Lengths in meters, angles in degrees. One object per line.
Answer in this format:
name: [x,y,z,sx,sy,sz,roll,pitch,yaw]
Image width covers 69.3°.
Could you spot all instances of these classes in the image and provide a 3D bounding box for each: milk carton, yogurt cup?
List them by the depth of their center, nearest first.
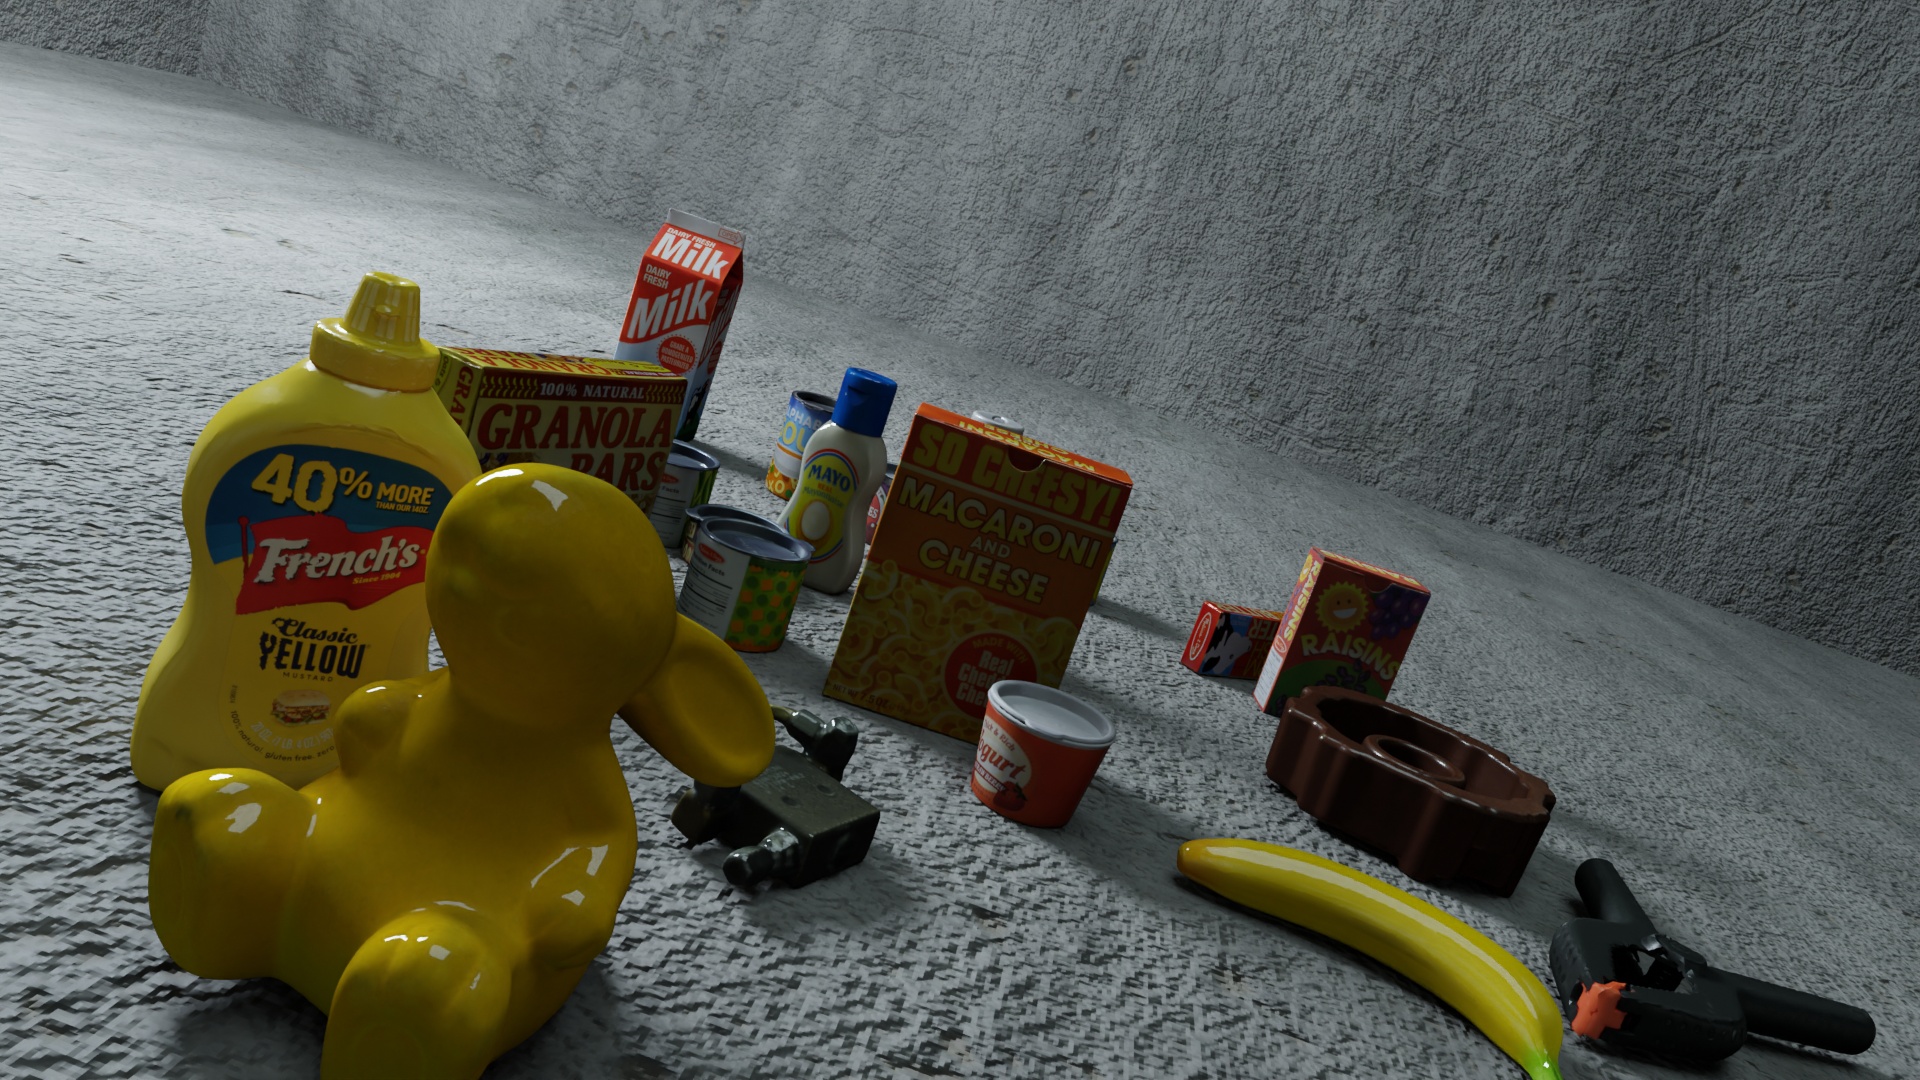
yogurt cup: [0.039,0.109,0.705,0.072,0.053,0.072,18,13,-4]
milk carton: [-0.242,-0.181,1.184,0.072,0.190,0.073,19,13,1]

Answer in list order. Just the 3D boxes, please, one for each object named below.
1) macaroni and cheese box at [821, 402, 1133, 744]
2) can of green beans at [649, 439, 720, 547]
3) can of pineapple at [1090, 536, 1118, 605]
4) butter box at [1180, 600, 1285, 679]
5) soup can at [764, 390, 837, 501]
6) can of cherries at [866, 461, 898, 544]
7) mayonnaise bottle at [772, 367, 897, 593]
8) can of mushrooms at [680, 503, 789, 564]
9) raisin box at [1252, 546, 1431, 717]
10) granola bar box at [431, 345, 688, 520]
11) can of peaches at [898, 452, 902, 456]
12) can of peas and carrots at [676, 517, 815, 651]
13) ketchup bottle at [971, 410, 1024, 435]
macaroni and cheese box: [0.009,0.024,0.762,0.124,0.166,0.040,18,13,-3]
can of green beans: [-0.202,-0.034,0.937,0.071,0.057,0.071,18,13,-4]
can of pineapple: [0.089,0.015,1.143,0.071,0.057,0.071,18,13,-4]
butter box: [0.220,0.079,1.075,0.103,0.053,0.024,9,16,-36]
soup can: [-0.122,-0.075,1.156,0.071,0.083,0.071,18,13,-4]
can of cherries: [-0.052,-0.026,1.112,0.071,0.058,0.071,18,13,-4]
mayonnaise bottle: [-0.082,-0.042,0.939,0.065,0.147,0.041,22,13,15]
can of mushrooms: [-0.151,0.002,0.917,0.071,0.033,0.071,18,13,-4]
raisin box: [0.276,0.076,1.012,0.086,0.123,0.040,18,13,-5]
granola bar box: [-0.233,-0.041,0.782,0.039,0.124,0.166,25,14,23]
can of peaches: [-0.028,-0.038,1.191,0.071,0.058,0.071,18,13,-4]
can of peas and carrots: [-0.124,0.025,0.806,0.071,0.058,0.071,18,13,-4]
ketchup bottle: [0.003,-0.012,0.934,0.043,0.148,0.065,19,13,0]
